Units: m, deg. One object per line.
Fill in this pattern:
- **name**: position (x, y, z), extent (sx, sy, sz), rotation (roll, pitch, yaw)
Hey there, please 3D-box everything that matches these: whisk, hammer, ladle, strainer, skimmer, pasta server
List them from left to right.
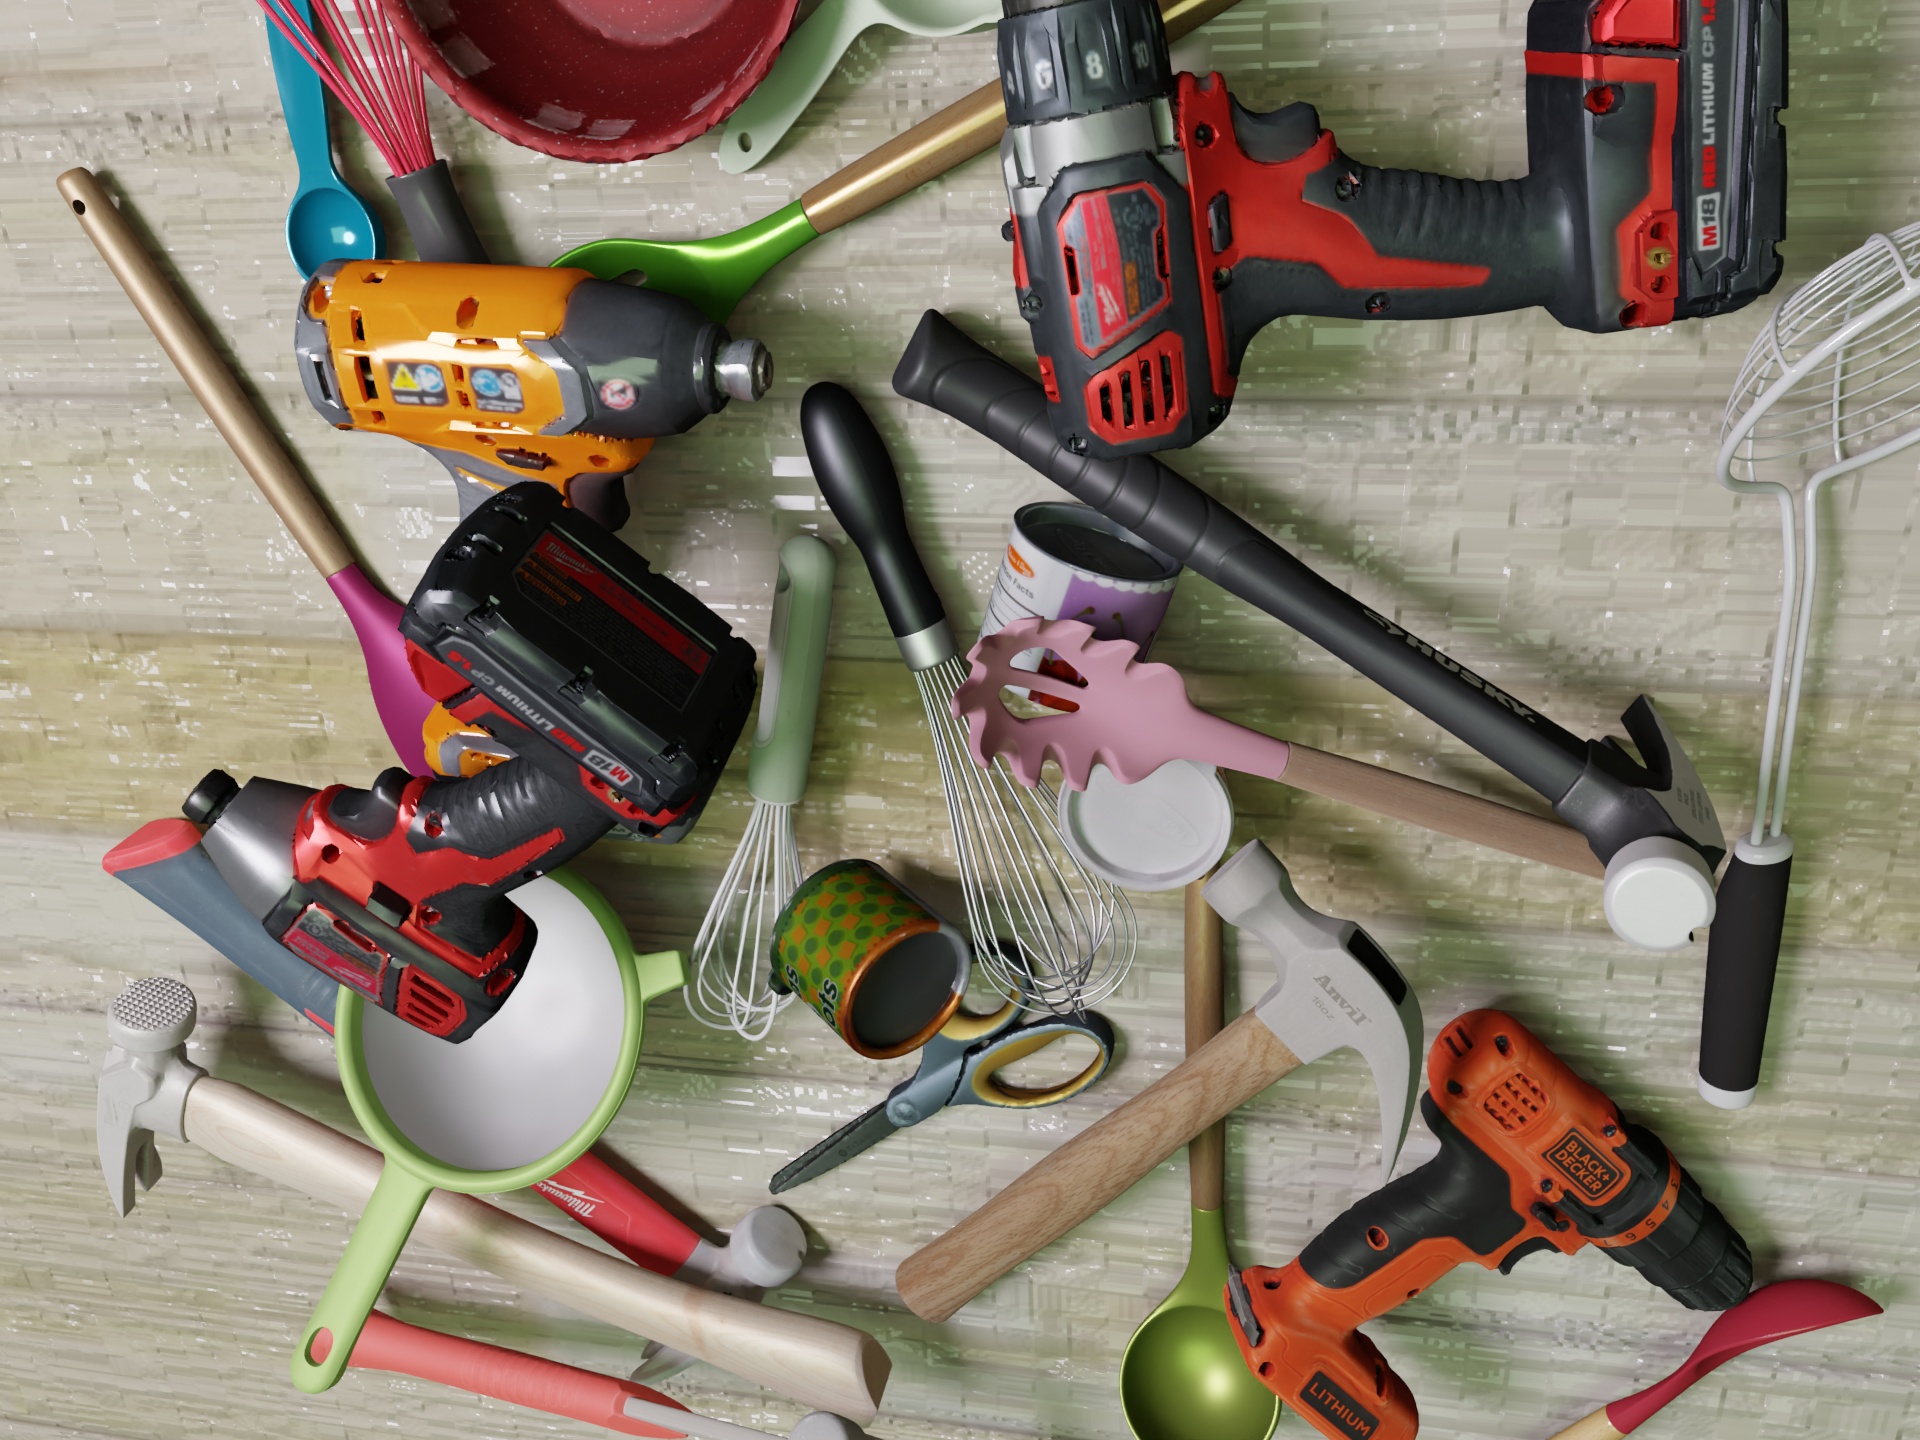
- **whisk**: position (-0.208, -0.222, 0.585), extent (0.073, 0.073, 0.295), rotation (-9, 119, 16)
- **hammer**: position (-0.266, 0.191, 0.800), extent (0.386, 0.038, 0.143), rotation (40, 118, -7)
- **strainer**: position (-0.226, 0.183, 0.727), extent (0.151, 0.069, 0.256), rotation (26, 88, 17)
- **hammer**: position (-0.232, 0.261, 0.785), extent (0.410, 0.038, 0.146), rotation (22, 122, 3)
- **hammer**: position (-0.178, 0.339, 0.792), extent (0.359, 0.037, 0.149), rotation (1, 149, 26)
- **whisk**: position (-0.080, 0.036, 0.673), extent (0.059, 0.058, 0.246), rotation (-3, 121, -25)
- **whisk**: position (-0.001, -0.002, 0.643), extent (0.070, 0.070, 0.284), rotation (-18, 104, 20)
- **hammer**: position (0.069, 0.189, 0.689), extent (0.130, 0.031, 0.331), rotation (45, 128, 5)
- **ladle**: position (0.107, 0.201, 0.711), extent (0.078, 0.062, 0.320), rotation (6, 114, 23)
- **hammer**: position (0.117, -0.049, 0.570), extent (0.335, 0.146, 0.035), rotation (34, 117, 8)
- **pasta server**: position (0.144, 0.024, 0.586), extent (0.316, 0.040, 0.060), rotation (17, 103, -13)
- **ladle**: position (0.291, 0.341, 0.747), extent (0.069, 0.031, 0.315), rotation (11, 130, -37)
- **skimmer**: position (0.309, 0.005, 0.553), extent (0.127, 0.090, 0.363), rotation (-14, 117, -16)

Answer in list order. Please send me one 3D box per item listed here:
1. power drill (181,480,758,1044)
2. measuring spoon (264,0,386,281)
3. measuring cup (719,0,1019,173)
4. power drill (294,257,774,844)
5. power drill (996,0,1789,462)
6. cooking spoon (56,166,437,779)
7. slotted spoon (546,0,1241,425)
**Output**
- **power drill**: position (-0.187, 0.023, 0.583), extent (0.143, 0.079, 0.219), rotation (38, 124, -16)
- **measuring spoon**: position (-0.245, -0.230, 0.613), extent (0.042, 0.021, 0.128), rotation (0, 106, 19)
- **measuring cup**: position (-0.027, -0.245, 0.547), extent (0.167, 0.038, 0.083), rotation (-33, 90, 42)
- **power drill**: position (-0.144, -0.062, 0.608), extent (0.164, 0.084, 0.226), rotation (5, 127, 9)
- **power drill**: position (0.121, -0.189, 0.486), extent (0.226, 0.080, 0.187), rotation (-10, 113, 4)
- **cooking spoon**: position (-0.282, -0.086, 0.683), extent (0.069, 0.017, 0.318), rotation (-22, 109, 21)
- **slotted spoon**: position (-0.031, -0.192, 0.573), extent (0.314, 0.031, 0.070), rotation (-23, 115, 19)
